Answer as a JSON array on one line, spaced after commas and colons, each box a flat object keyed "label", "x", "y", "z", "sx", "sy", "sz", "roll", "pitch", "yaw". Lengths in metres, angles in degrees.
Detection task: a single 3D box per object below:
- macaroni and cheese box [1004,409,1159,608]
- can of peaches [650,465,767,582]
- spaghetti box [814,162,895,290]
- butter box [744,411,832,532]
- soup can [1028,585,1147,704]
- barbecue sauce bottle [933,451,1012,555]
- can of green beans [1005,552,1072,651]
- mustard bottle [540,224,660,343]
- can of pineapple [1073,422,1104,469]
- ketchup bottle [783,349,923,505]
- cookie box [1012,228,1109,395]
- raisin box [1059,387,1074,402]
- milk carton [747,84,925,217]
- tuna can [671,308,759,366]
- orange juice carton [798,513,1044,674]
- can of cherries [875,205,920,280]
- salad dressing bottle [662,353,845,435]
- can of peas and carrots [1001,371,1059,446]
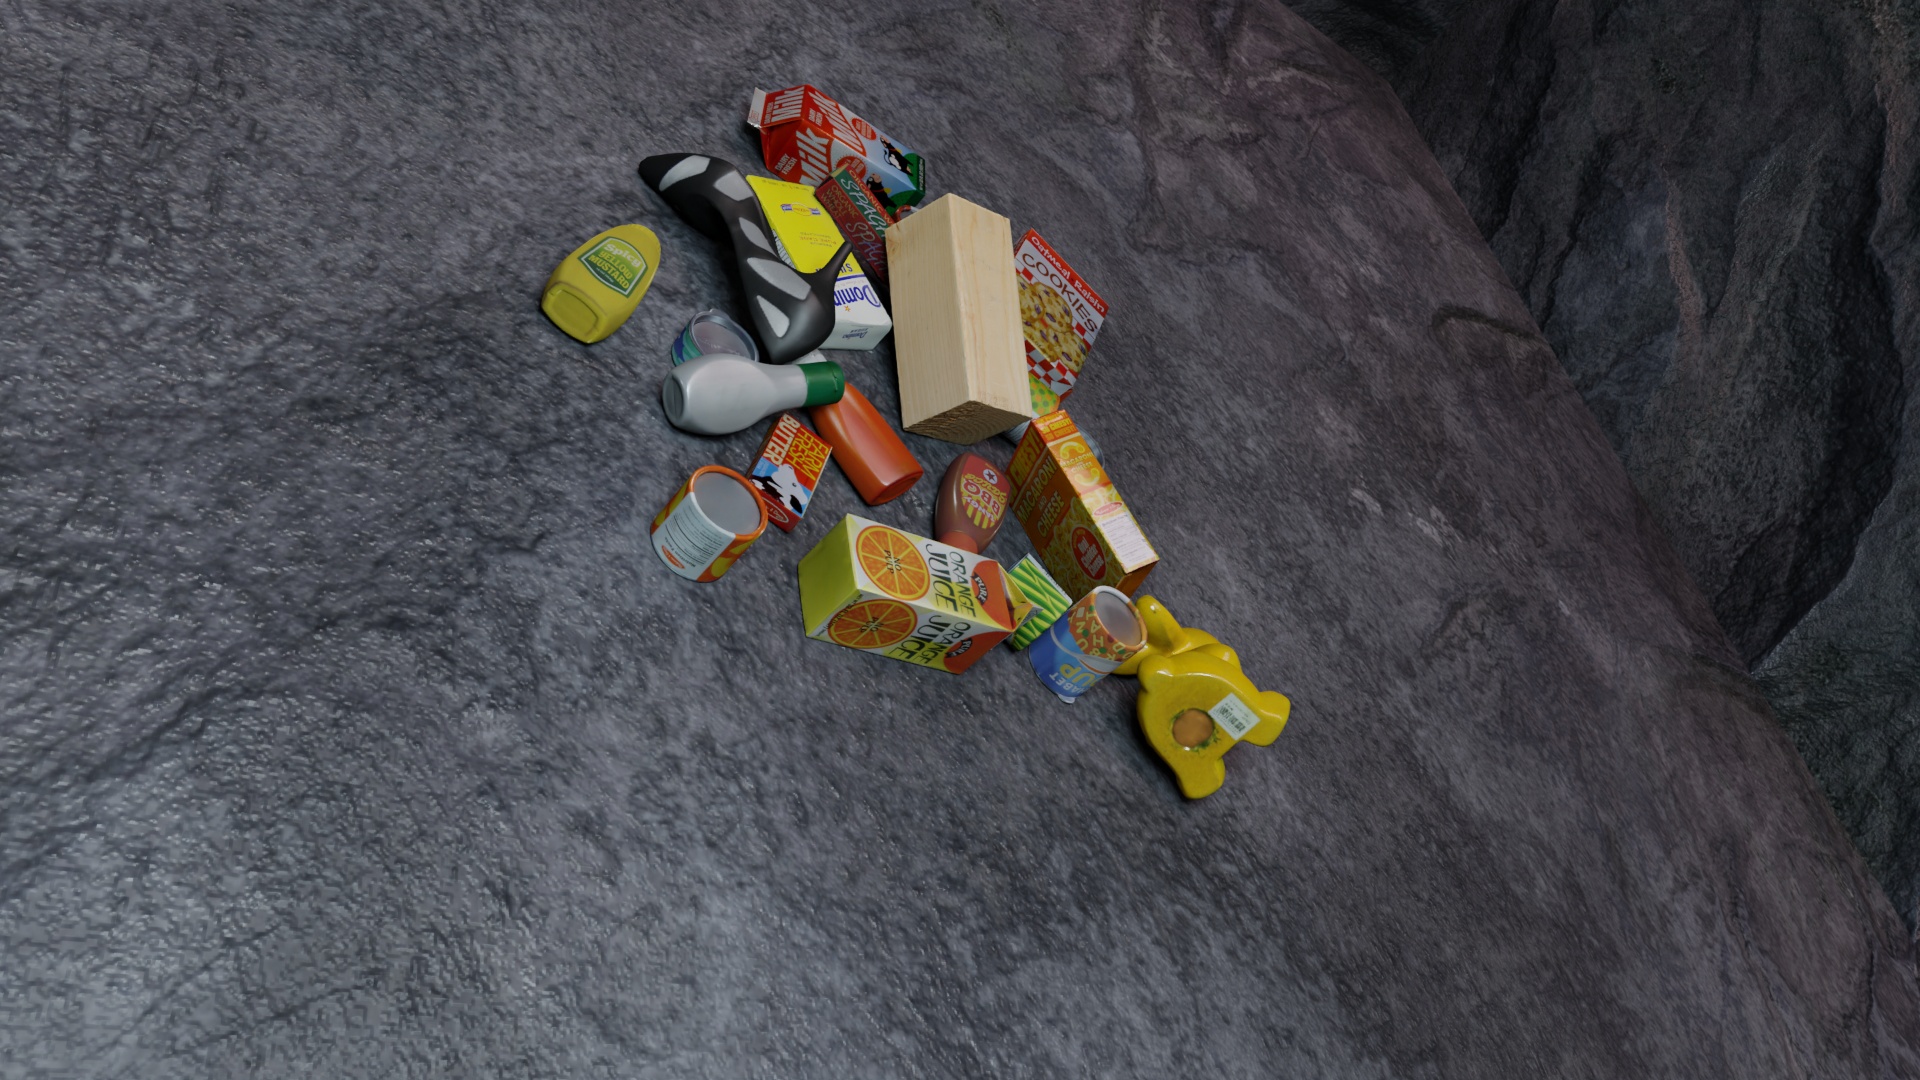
[{"label": "macaroni and cheese box", "x": 0.104, "y": -0.018, "z": 1.263, "sx": 0.040, "sy": 0.123, "sz": 0.167, "roll": -21, "pitch": 70, "yaw": -24}, {"label": "can of peaches", "x": -0.182, "y": -0.014, "z": 1.011, "sx": 0.071, "sy": 0.057, "sz": 0.071, "roll": 28, "pitch": 39, "yaw": -25}, {"label": "spaghetti box", "x": -0.052, "y": -0.263, "z": 1.383, "sx": 0.249, "sy": 0.028, "sz": 0.050, "roll": 51, "pitch": 32, "yaw": -15}, {"label": "butter box", "x": -0.142, "y": -0.056, "z": 1.126, "sx": 0.053, "sy": 0.024, "sz": 0.104, "roll": 36, "pitch": 36, "yaw": -16}, {"label": "soup can", "x": 0.111, "y": 0.090, "z": 1.197, "sx": 0.071, "sy": 0.083, "sz": 0.072, "roll": 28, "pitch": 39, "yaw": -26}, {"label": "barbecue sauce bottle", "x": 0.004, "y": -0.015, "z": 1.224, "sx": 0.065, "sy": 0.043, "sz": 0.149, "roll": 38, "pitch": 36, "yaw": -15}, {"label": "can of green beans", "x": 0.053, "y": 0.053, "z": 1.188, "sx": 0.058, "sy": 0.071, "sz": 0.071, "roll": 48, "pitch": 34, "yaw": 0}, {"label": "mustard bottle", "x": -0.279, "y": -0.219, "z": 1.120, "sx": 0.065, "sy": 0.048, "sz": 0.161, "roll": 39, "pitch": 35, "yaw": -15}, {"label": "can of pineapple", "x": 0.100, "y": -0.075, "z": 1.372, "sx": 0.071, "sy": 0.057, "sz": 0.071, "roll": 28, "pitch": 39, "yaw": -25}, {"label": "ketchup bottle", "x": -0.097, "y": -0.102, "z": 1.202, "sx": 0.149, "sy": 0.043, "sz": 0.065, "roll": 53, "pitch": 36, "yaw": 9}, {"label": "cookie box", "x": 0.083, "y": -0.237, "z": 1.449, "sx": 0.123, "sy": 0.040, "sz": 0.168, "roll": 43, "pitch": 40, "yaw": -15}, {"label": "raisin box", "x": 0.058, "y": -0.202, "z": 1.471, "sx": 0.086, "sy": 0.040, "sz": 0.124, "roll": 3, "pitch": 53, "yaw": -44}, {"label": "milk carton", "x": -0.133, "y": -0.399, "z": 1.433, "sx": 0.190, "sy": 0.073, "sz": 0.073, "roll": 27, "pitch": 39, "yaw": -26}, {"label": "tuna can", "x": -0.204, "y": -0.156, "z": 1.152, "sx": 0.071, "sy": 0.032, "sz": 0.071, "roll": 28, "pitch": 39, "yaw": -25}, {"label": "orange juice carton", "x": -0.027, "y": 0.050, "z": 1.101, "sx": 0.193, "sy": 0.071, "sz": 0.073, "roll": 18, "pitch": 44, "yaw": -35}, {"label": "can of cherries", "x": -0.055, "y": -0.301, "z": 1.433, "sx": 0.071, "sy": 0.058, "sz": 0.072, "roll": 29, "pitch": 38, "yaw": -25}, {"label": "salad dressing bottle", "x": -0.164, "y": -0.121, "z": 1.117, "sx": 0.148, "sy": 0.044, "sz": 0.064, "roll": -11, "pitch": 104, "yaw": -36}, {"label": "can of peas and carrots", "x": 0.057, "y": -0.137, "z": 1.381, "sx": 0.058, "sy": 0.070, "sz": 0.071, "roll": 37, "pitch": 36, "yaw": -16}]
